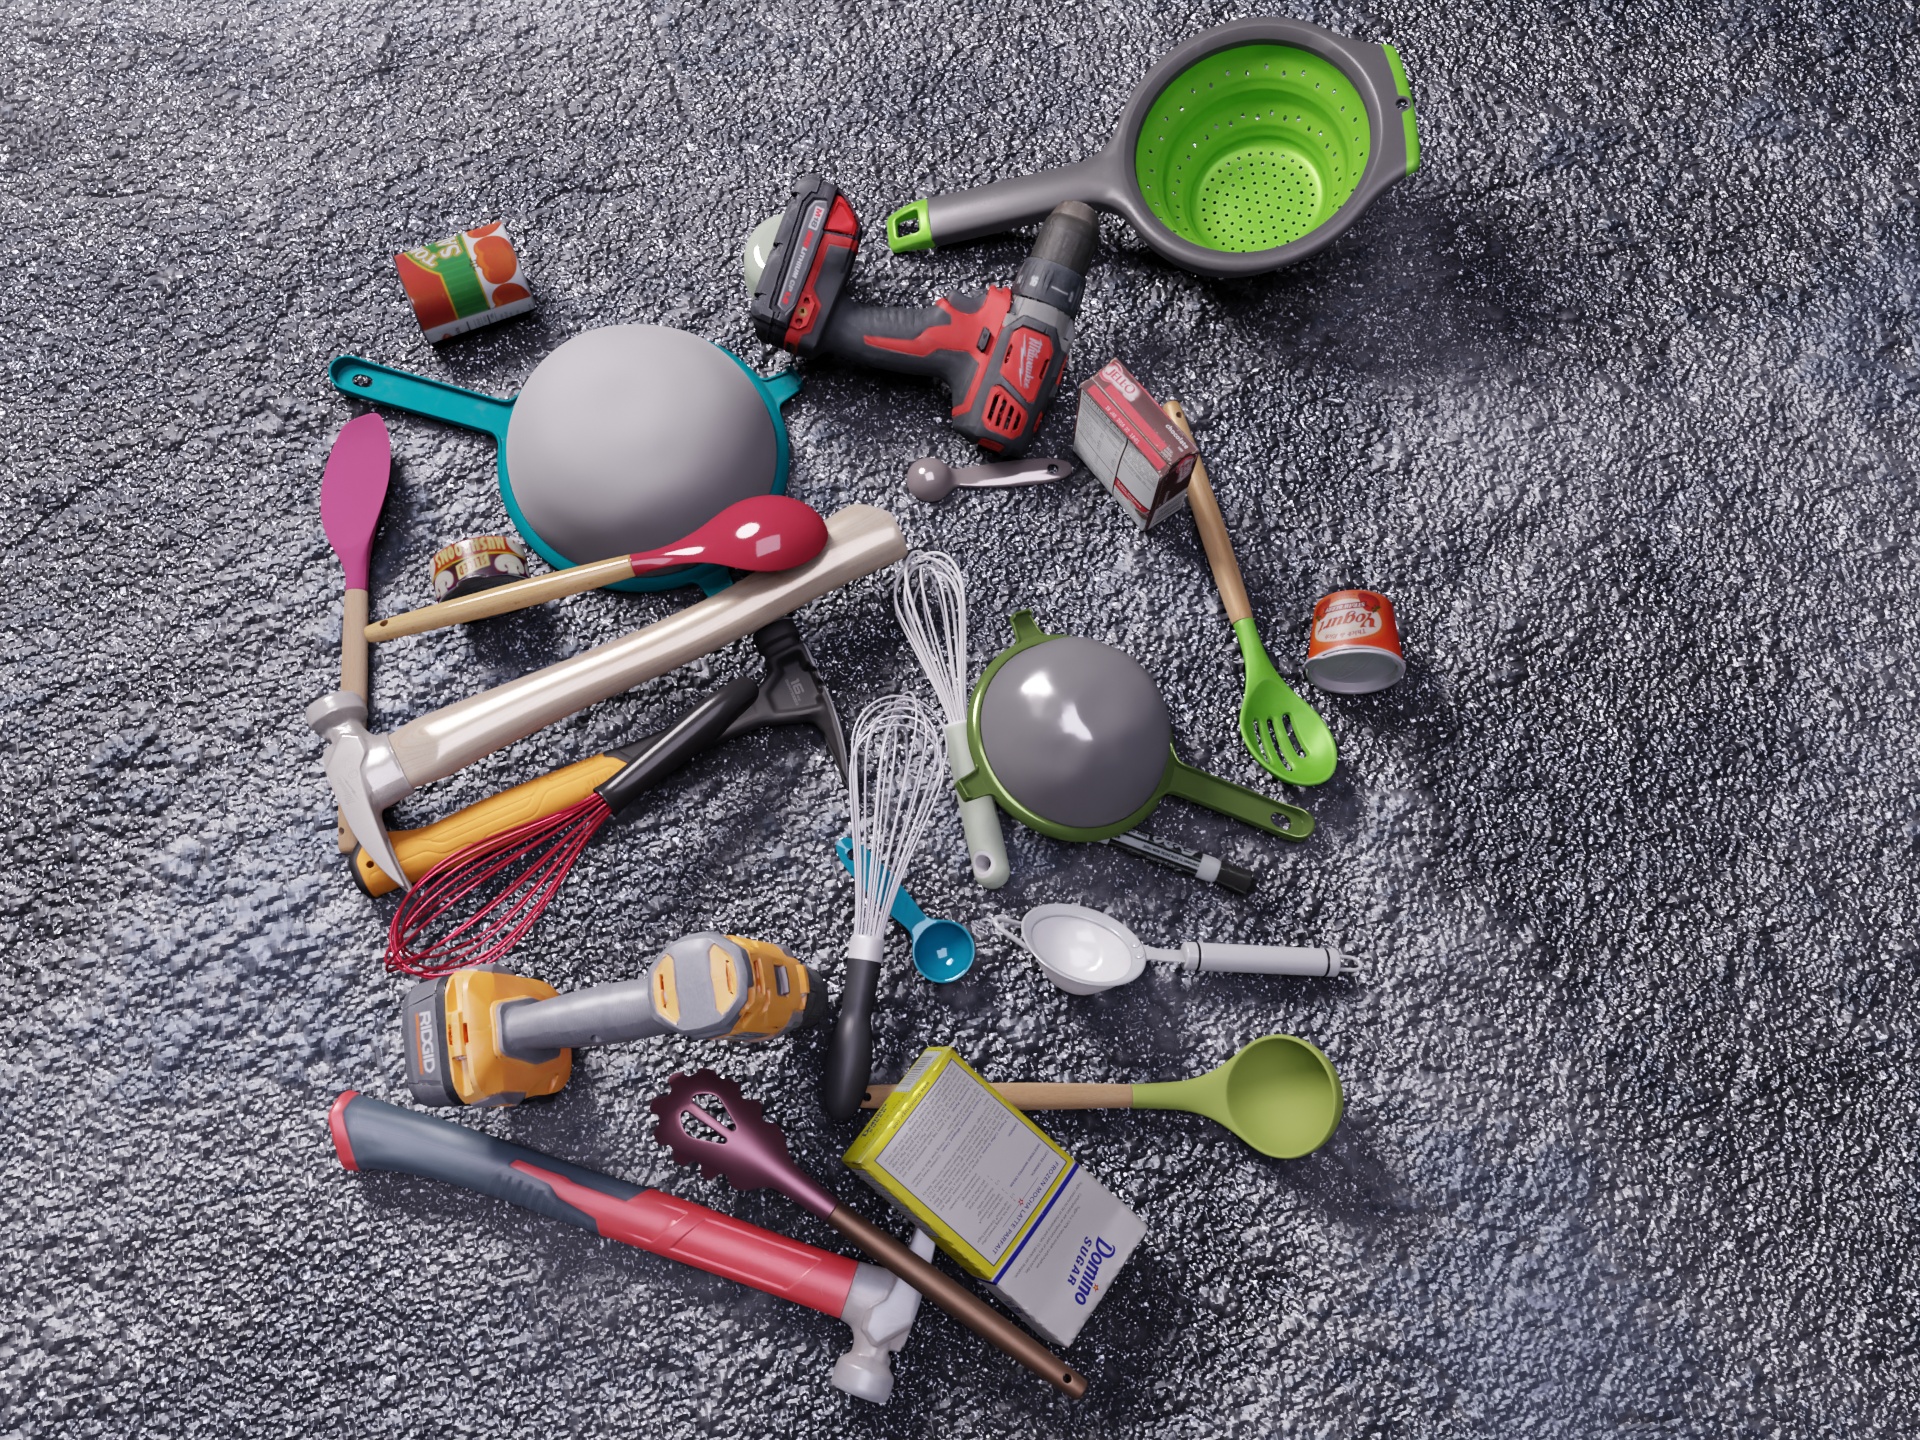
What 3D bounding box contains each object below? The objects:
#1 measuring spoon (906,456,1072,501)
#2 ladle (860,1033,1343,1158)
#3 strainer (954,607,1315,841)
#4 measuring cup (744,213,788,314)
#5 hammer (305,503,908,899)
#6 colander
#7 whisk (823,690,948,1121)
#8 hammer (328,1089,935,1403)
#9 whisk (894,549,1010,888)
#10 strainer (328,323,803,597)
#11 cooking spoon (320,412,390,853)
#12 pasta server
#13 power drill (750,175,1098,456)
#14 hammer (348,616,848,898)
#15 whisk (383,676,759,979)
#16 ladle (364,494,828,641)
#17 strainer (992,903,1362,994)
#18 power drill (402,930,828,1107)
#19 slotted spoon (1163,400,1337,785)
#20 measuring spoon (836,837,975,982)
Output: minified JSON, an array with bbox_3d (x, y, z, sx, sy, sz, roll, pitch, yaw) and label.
[{"bbox_3d":[0.022,-0.184,1.172,0.124,0.018,0.034,-6,73,-6],"label":"measuring spoon"},{"bbox_3d":[0.085,0.243,1.027,0.320,0.062,0.078,0,77,-1],"label":"ladle"},{"bbox_3d":[0.132,0.021,1.073,0.256,0.069,0.152,22,64,-6],"label":"strainer"},{"bbox_3d":[-0.091,-0.320,1.195,0.167,0.038,0.083,37,74,10],"label":"measuring cup"},{"bbox_3d":[-0.219,-0.032,1.069,0.410,0.038,0.146,-26,72,-11],"label":"hammer"},{"bbox_3d":[0.143,-0.401,1.220,0.397,0.094,0.205,-9,76,12],"label":"colander"},{"bbox_3d":[-0.056,0.118,1.043,0.070,0.070,0.285,8,77,-1],"label":"whisk"},{"bbox_3d":[-0.206,0.294,1.002,0.386,0.038,0.143,18,72,2],"label":"hammer"},{"bbox_3d":[-0.002,-0.004,1.105,0.058,0.059,0.246,-19,76,29],"label":"whisk"},{"bbox_3d":[-0.290,-0.220,1.124,0.340,0.095,0.211,15,73,0],"label":"strainer"},{"bbox_3d":[-0.420,-0.065,1.105,0.069,0.017,0.319,-12,73,26],"label":"cooking spoon"},{"bbox_3d":[-0.057,0.316,0.974,0.316,0.040,0.060,35,71,4],"label":"pasta server"},{"bbox_3d":[-0.020,-0.314,1.147,0.226,0.080,0.188,21,93,-7],"label":"power drill"},{"bbox_3d":[-0.244,0.047,1.077,0.337,0.034,0.127,-23,75,-10],"label":"hammer"},{"bbox_3d":[-0.244,0.065,1.024,0.296,0.073,0.073,-40,79,-20],"label":"whisk"},{"bbox_3d":[-0.245,-0.098,1.067,0.315,0.031,0.069,-15,52,-2],"label":"ladle"},{"bbox_3d":[0.146,0.160,1.064,0.258,0.050,0.087,4,29,-8],"label":"strainer"},{"bbox_3d":[-0.201,0.183,0.987,0.226,0.185,0.084,-13,75,12],"label":"power drill"},{"bbox_3d":[0.198,-0.094,1.152,0.070,0.031,0.314,-8,71,-23],"label":"slotted spoon"},{"bbox_3d":[-0.039,0.127,1.078,0.042,0.021,0.129,-43,71,-6],"label":"measuring spoon"}]
